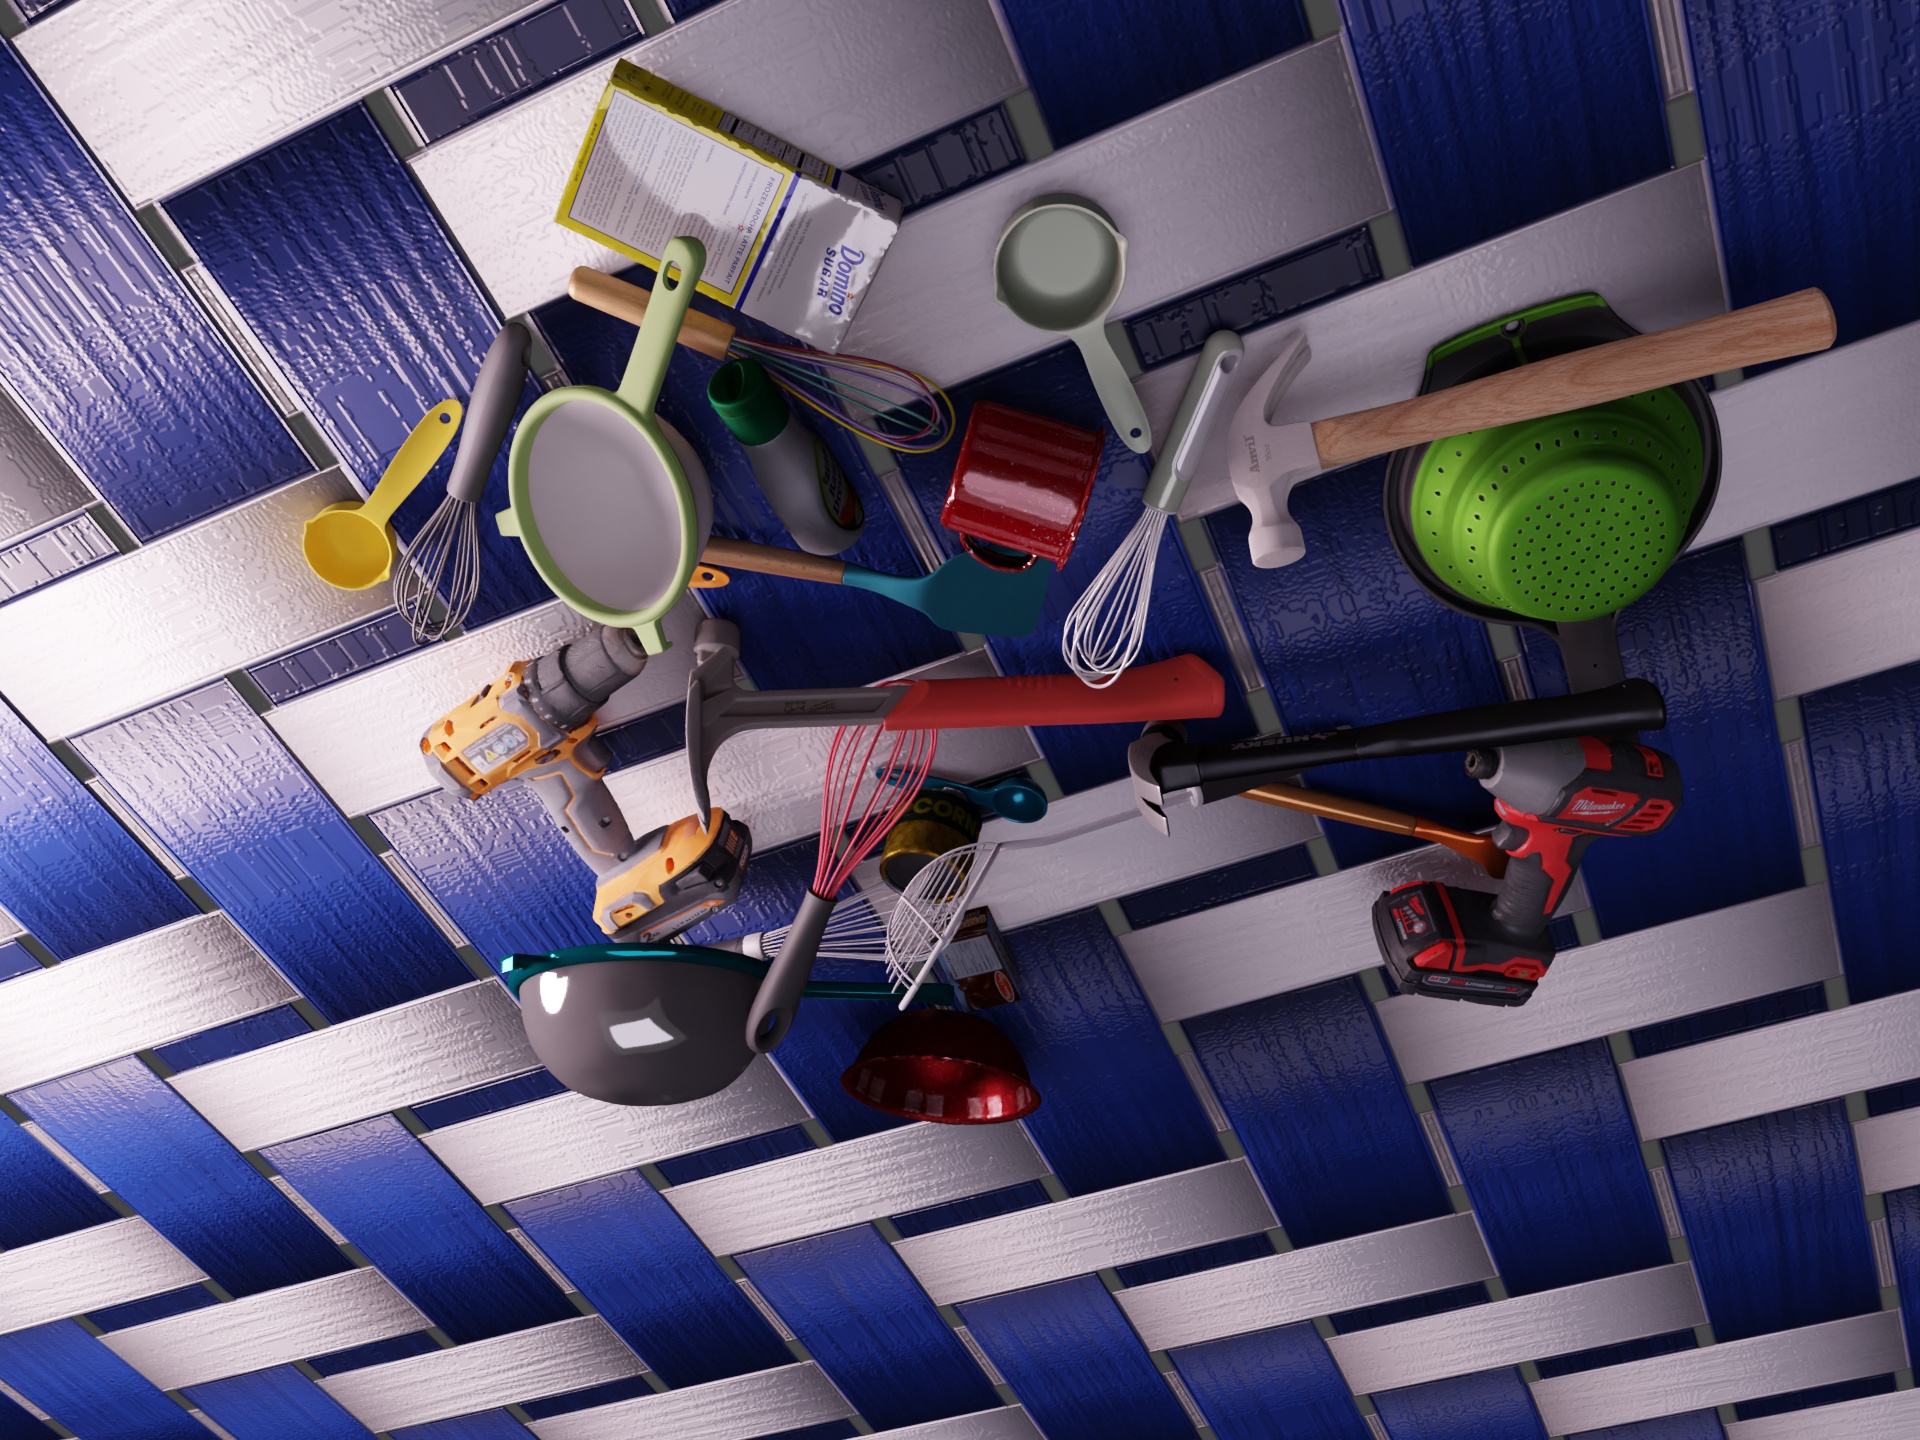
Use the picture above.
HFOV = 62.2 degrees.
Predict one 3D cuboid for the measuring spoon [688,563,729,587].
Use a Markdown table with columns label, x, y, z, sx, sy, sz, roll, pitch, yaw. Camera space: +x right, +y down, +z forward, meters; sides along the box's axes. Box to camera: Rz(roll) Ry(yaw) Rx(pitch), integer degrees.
| label | x | y | z | sx | sy | sz | roll | pitch | yaw |
| --- | --- | --- | --- | --- | --- | --- | --- | --- | --- |
| measuring spoon | -0.213 | -0.105 | 1.067 | 0.117 | 0.011 | 0.021 | 8 | 136 | -7 |

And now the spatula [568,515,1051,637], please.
| label | x | y | z | sx | sy | sz | roll | pitch | yaw |
| --- | --- | --- | --- | --- | --- | --- | --- | --- | --- |
| spatula | -0.100 | -0.106 | 1.053 | 0.317 | 0.044 | 0.082 | 10 | 127 | 1 |

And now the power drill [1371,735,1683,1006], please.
| label | x | y | z | sx | sy | sz | roll | pitch | yaw |
| --- | --- | --- | --- | --- | --- | --- | --- | --- | --- |
| power drill | 0.376 | 0.096 | 1.091 | 0.143 | 0.079 | 0.219 | 9 | 130 | -13 |

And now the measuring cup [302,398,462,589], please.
| label | x | y | z | sx | sy | sz | roll | pitch | yaw |
| --- | --- | --- | --- | --- | --- | --- | --- | --- | --- |
| measuring cup | -0.369 | -0.152 | 1.037 | 0.062 | 0.029 | 0.156 | 37 | 108 | -21 |

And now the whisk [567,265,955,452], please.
| label | x | y | z | sx | sy | sz | roll | pitch | yaw |
| --- | --- | --- | --- | --- | --- | --- | --- | --- | --- |
| whisk | -0.117 | -0.222 | 0.964 | 0.245 | 0.051 | 0.047 | 21 | 101 | -7 |

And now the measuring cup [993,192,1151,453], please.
| label | x | y | z | sx | sy | sz | roll | pitch | yaw |
| --- | --- | --- | --- | --- | --- | --- | --- | --- | --- |
| measuring cup | 0.077 | -0.234 | 0.943 | 0.083 | 0.038 | 0.167 | -20 | 124 | 16 |

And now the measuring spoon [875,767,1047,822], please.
| label | x | y | z | sx | sy | sz | roll | pitch | yaw |
| --- | --- | --- | --- | --- | --- | --- | --- | --- | --- |
| measuring spoon | 0.002 | 0.046 | 1.163 | 0.128 | 0.021 | 0.042 | 12 | 138 | 5 |

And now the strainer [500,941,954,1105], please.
| label | x | y | z | sx | sy | sz | roll | pitch | yaw |
| --- | --- | --- | --- | --- | --- | --- | --- | --- | --- |
| strainer | -0.174 | 0.242 | 1.211 | 0.340 | 0.095 | 0.210 | 1 | 156 | -3 |

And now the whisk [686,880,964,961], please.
| label | x | y | z | sx | sy | sz | roll | pitch | yaw |
| --- | --- | --- | --- | --- | --- | --- | --- | --- | --- |
| whisk | -0.128 | 0.169 | 1.235 | 0.284 | 0.070 | 0.070 | -13 | 124 | 18 |

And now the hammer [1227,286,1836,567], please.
| label | x | y | z | sx | sy | sz | roll | pitch | yaw |
| --- | --- | --- | --- | --- | --- | --- | --- | --- | --- |
| hammer | 0.317 | -0.188 | 0.909 | 0.331 | 0.130 | 0.031 | -13 | 163 | 13 |

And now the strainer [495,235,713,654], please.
| label | x | y | z | sx | sy | sz | roll | pitch | yaw |
| --- | --- | --- | --- | --- | --- | --- | --- | --- | --- |
| strainer | -0.186 | -0.178 | 0.965 | 0.151 | 0.069 | 0.256 | 38 | 124 | 15 |

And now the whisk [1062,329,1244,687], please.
| label | x | y | z | sx | sy | sz | roll | pitch | yaw |
| --- | --- | --- | --- | --- | --- | --- | --- | --- | --- |
| whisk | 0.123 | -0.129 | 1.002 | 0.057 | 0.059 | 0.246 | 2 | 122 | -34 |

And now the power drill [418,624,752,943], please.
| label | x | y | z | sx | sy | sz | roll | pitch | yaw |
| --- | --- | --- | --- | --- | --- | --- | --- | --- | --- |
| power drill | -0.244 | 0.044 | 1.135 | 0.185 | 0.084 | 0.226 | -31 | 114 | 21 |

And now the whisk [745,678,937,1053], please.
| label | x | y | z | sx | sy | sz | roll | pitch | yaw |
| --- | --- | --- | --- | --- | --- | --- | --- | --- | --- |
| whisk | -0.090 | 0.107 | 1.127 | 0.073 | 0.073 | 0.296 | 21 | 100 | -12 |

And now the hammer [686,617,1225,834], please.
| label | x | y | z | sx | sy | sz | roll | pitch | yaw |
| --- | --- | --- | --- | --- | --- | --- | --- | --- | --- |
| hammer | -0.002 | -0.003 | 1.064 | 0.359 | 0.149 | 0.036 | -2 | 152 | -4 |

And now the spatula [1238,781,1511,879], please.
| label | x | y | z | sx | sy | sz | roll | pitch | yaw |
| --- | --- | --- | --- | --- | --- | --- | --- | --- | --- |
| spatula | 0.304 | 0.065 | 1.156 | 0.322 | 0.041 | 0.081 | 13 | 126 | -2 |

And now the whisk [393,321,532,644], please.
| label | x | y | z | sx | sy | sz | roll | pitch | yaw |
| --- | --- | --- | --- | --- | --- | --- | --- | --- | --- |
| whisk | -0.315 | -0.148 | 1.021 | 0.055 | 0.055 | 0.239 | 22 | 119 | -12 |

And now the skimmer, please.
| label | x | y | z | sx | sy | sz | roll | pitch | yaw |
| --- | --- | --- | --- | --- | --- | --- | --- | --- | --- |
| skimmer | 0.115 | 0.097 | 1.092 | 0.363 | 0.090 | 0.127 | -18 | 169 | -7 |

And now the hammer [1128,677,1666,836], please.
| label | x | y | z | sx | sy | sz | roll | pitch | yaw |
| --- | --- | --- | --- | --- | --- | --- | --- | --- | --- |
| hammer | 0.271 | 0.015 | 1.020 | 0.335 | 0.146 | 0.035 | -8 | 108 | 17 |

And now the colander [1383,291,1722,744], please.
| label | x | y | z | sx | sy | sz | roll | pitch | yaw |
| --- | --- | --- | --- | --- | --- | --- | --- | --- | --- |
| colander | 0.401 | -0.066 | 1.011 | 0.204 | 0.095 | 0.396 | -18 | 123 | 15 |
